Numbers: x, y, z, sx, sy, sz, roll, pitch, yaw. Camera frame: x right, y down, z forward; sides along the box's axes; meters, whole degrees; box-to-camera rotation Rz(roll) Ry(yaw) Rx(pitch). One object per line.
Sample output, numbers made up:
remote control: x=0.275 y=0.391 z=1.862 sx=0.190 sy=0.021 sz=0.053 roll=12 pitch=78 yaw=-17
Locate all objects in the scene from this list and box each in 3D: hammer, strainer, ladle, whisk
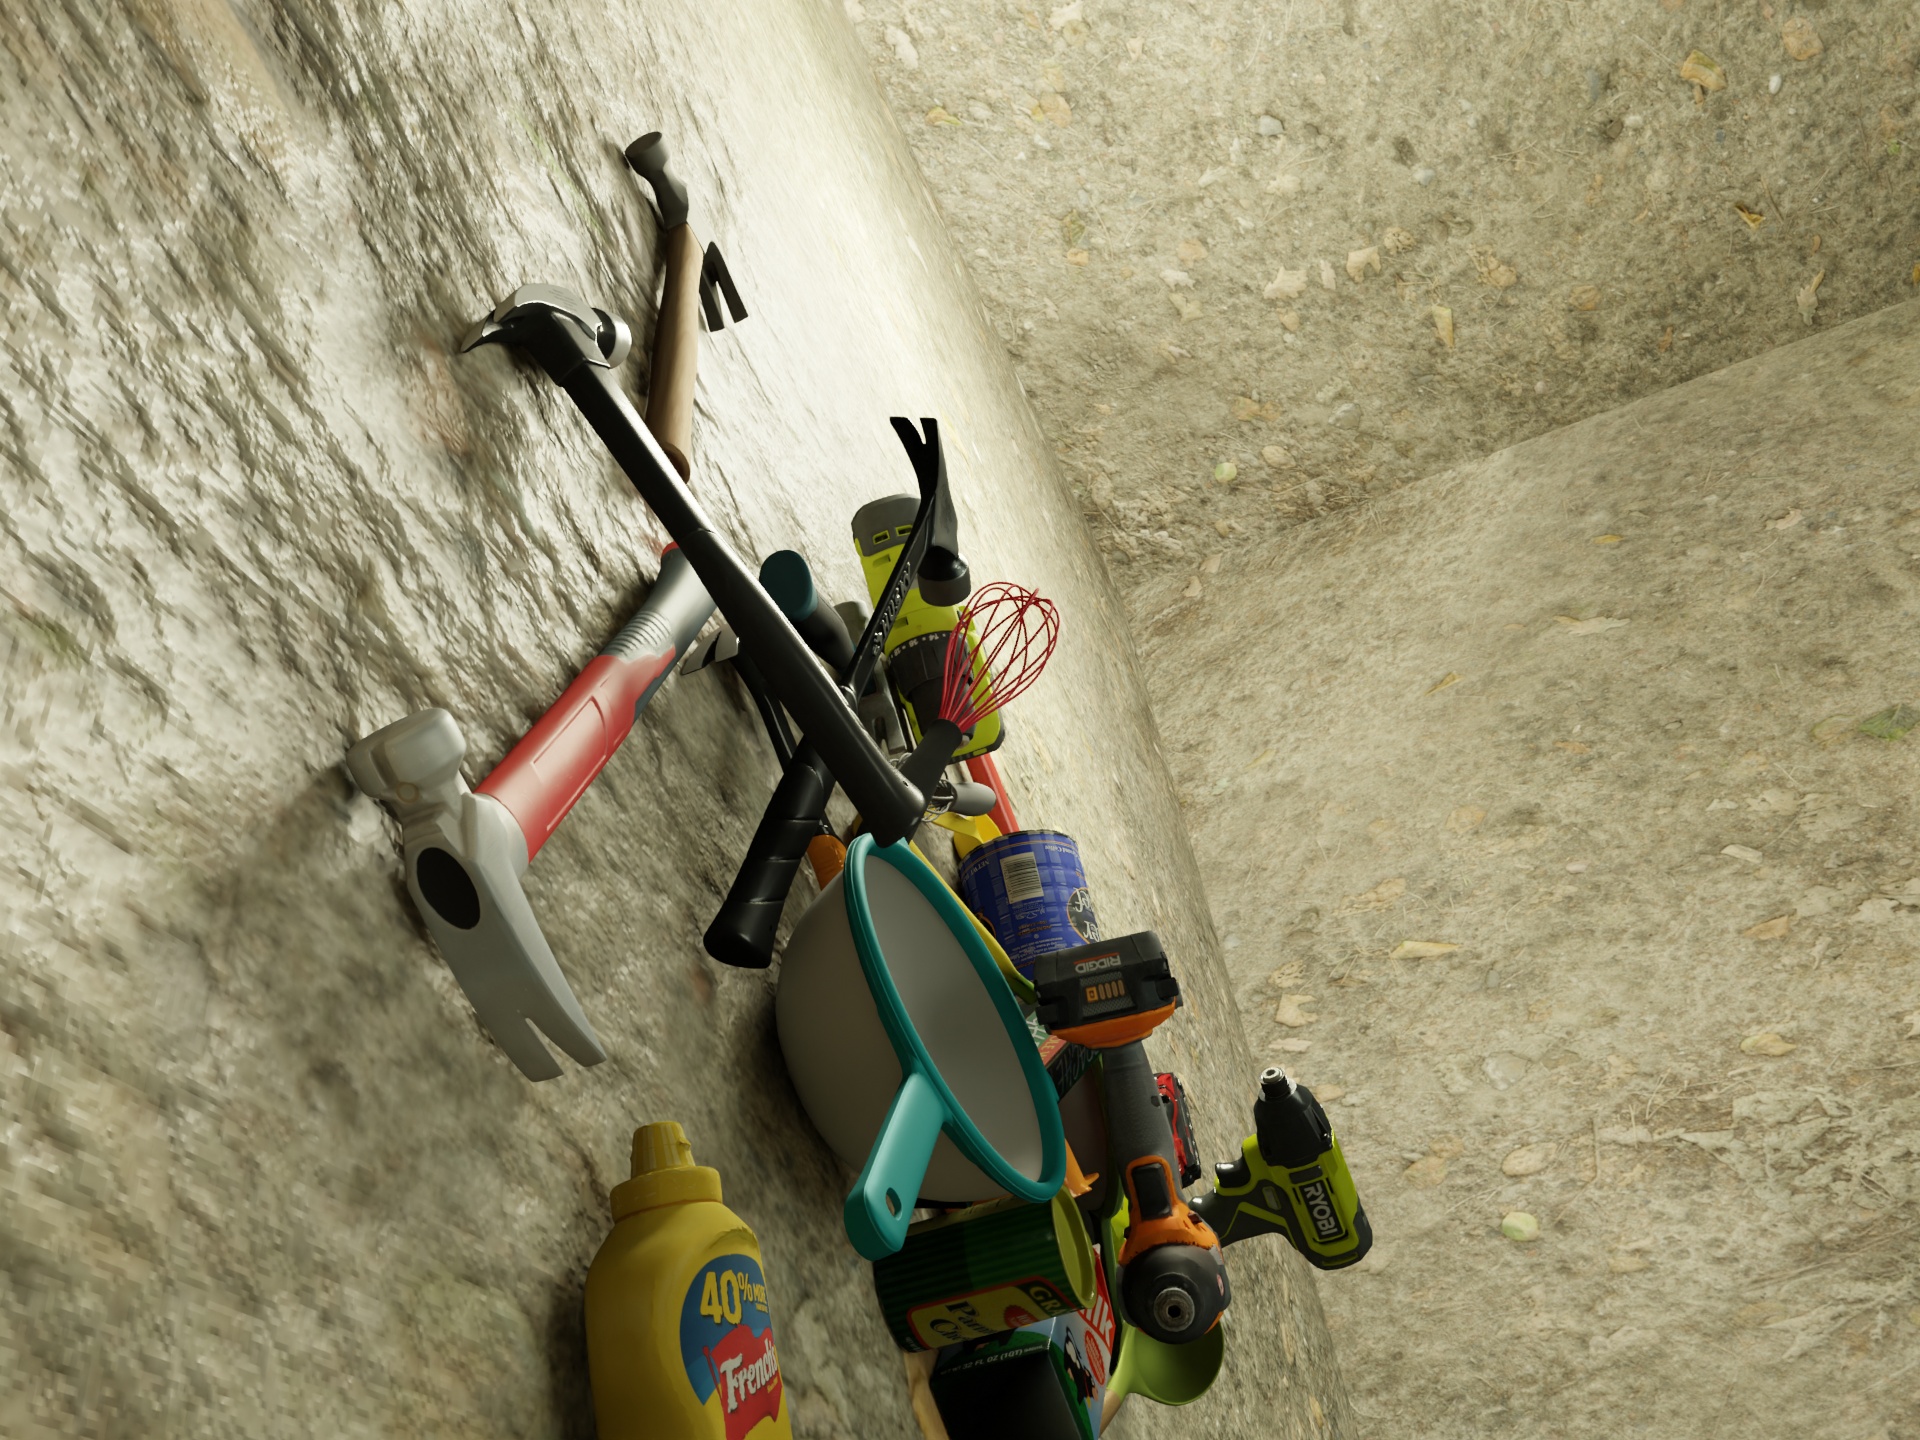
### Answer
hammer: x=-0.073 y=0.098 z=0.951 sx=0.127 sy=0.034 sz=0.337 roll=-60 pitch=129 yaw=-76
hammer: x=-0.154 y=0.003 z=0.726 sx=0.386 sy=0.038 sz=0.143 roll=-78 pitch=147 yaw=-69
strainer: x=0.073 y=0.341 z=1.145 sx=0.151 sy=0.069 sz=0.256 roll=129 pitch=-45 yaw=-73
ladle: x=0.095 y=0.427 z=0.977 sx=0.320 sy=0.062 sz=0.078 roll=1 pitch=73 yaw=-67
hammer: x=-0.124 y=-0.079 z=0.796 sx=0.335 sy=0.035 sz=0.146 roll=55 pitch=14 yaw=3
hammer: x=-0.062 y=-0.021 z=0.906 sx=0.409 sy=0.036 sz=0.149 roll=-70 pitch=159 yaw=-47
hammer: x=-0.183 y=-0.256 z=1.038 sx=0.332 sy=0.031 sz=0.129 roll=-97 pitch=162 yaw=-46
whisk: x=-0.012 y=0.056 z=1.228 sx=0.239 sy=0.055 sz=0.055 roll=17 pitch=54 yaw=-72
strainer: x=-0.043 y=0.184 z=0.780 sx=0.211 sy=0.095 sz=0.340 roll=59 pitch=12 yaw=-5
whisk: x=-0.002 y=-0.003 z=1.034 sx=0.073 sy=0.073 sz=0.296 roll=64 pitch=36 yaw=-28
hammer: x=0.012 y=0.028 z=1.452 sx=0.149 sy=0.036 sz=0.359 roll=-43 pitch=113 yaw=-77
hammer: x=-0.083 y=-0.051 z=1.042 sx=0.331 sy=0.033 sz=0.128 roll=59 pitch=14 yaw=-79

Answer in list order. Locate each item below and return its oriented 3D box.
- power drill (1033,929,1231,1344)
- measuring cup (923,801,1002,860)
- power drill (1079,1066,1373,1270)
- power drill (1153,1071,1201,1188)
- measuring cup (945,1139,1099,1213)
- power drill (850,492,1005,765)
power drill: x=0.103 y=0.239 z=0.914 sx=0.164 sy=0.084 sz=0.226 roll=49 pitch=28 yaw=-80
measuring cup: x=-0.008 y=0.093 z=1.306 sx=0.156 sy=0.029 sz=0.062 roll=30 pitch=33 yaw=-54
power drill: x=0.189 y=0.366 z=1.238 sx=0.080 sy=0.223 sz=0.171 roll=-79 pitch=148 yaw=-69
power drill: x=0.137 y=0.318 z=1.464 sx=0.188 sy=0.080 sz=0.226 roll=-98 pitch=160 yaw=-47
measuring cup: x=0.047 y=0.288 z=1.020 sx=0.052 sy=0.095 sz=0.173 roll=65 pitch=19 yaw=15
power drill: x=-0.020 y=-0.045 z=1.221 sx=0.228 sy=0.080 sz=0.191 roll=68 pitch=5 yaw=-71
